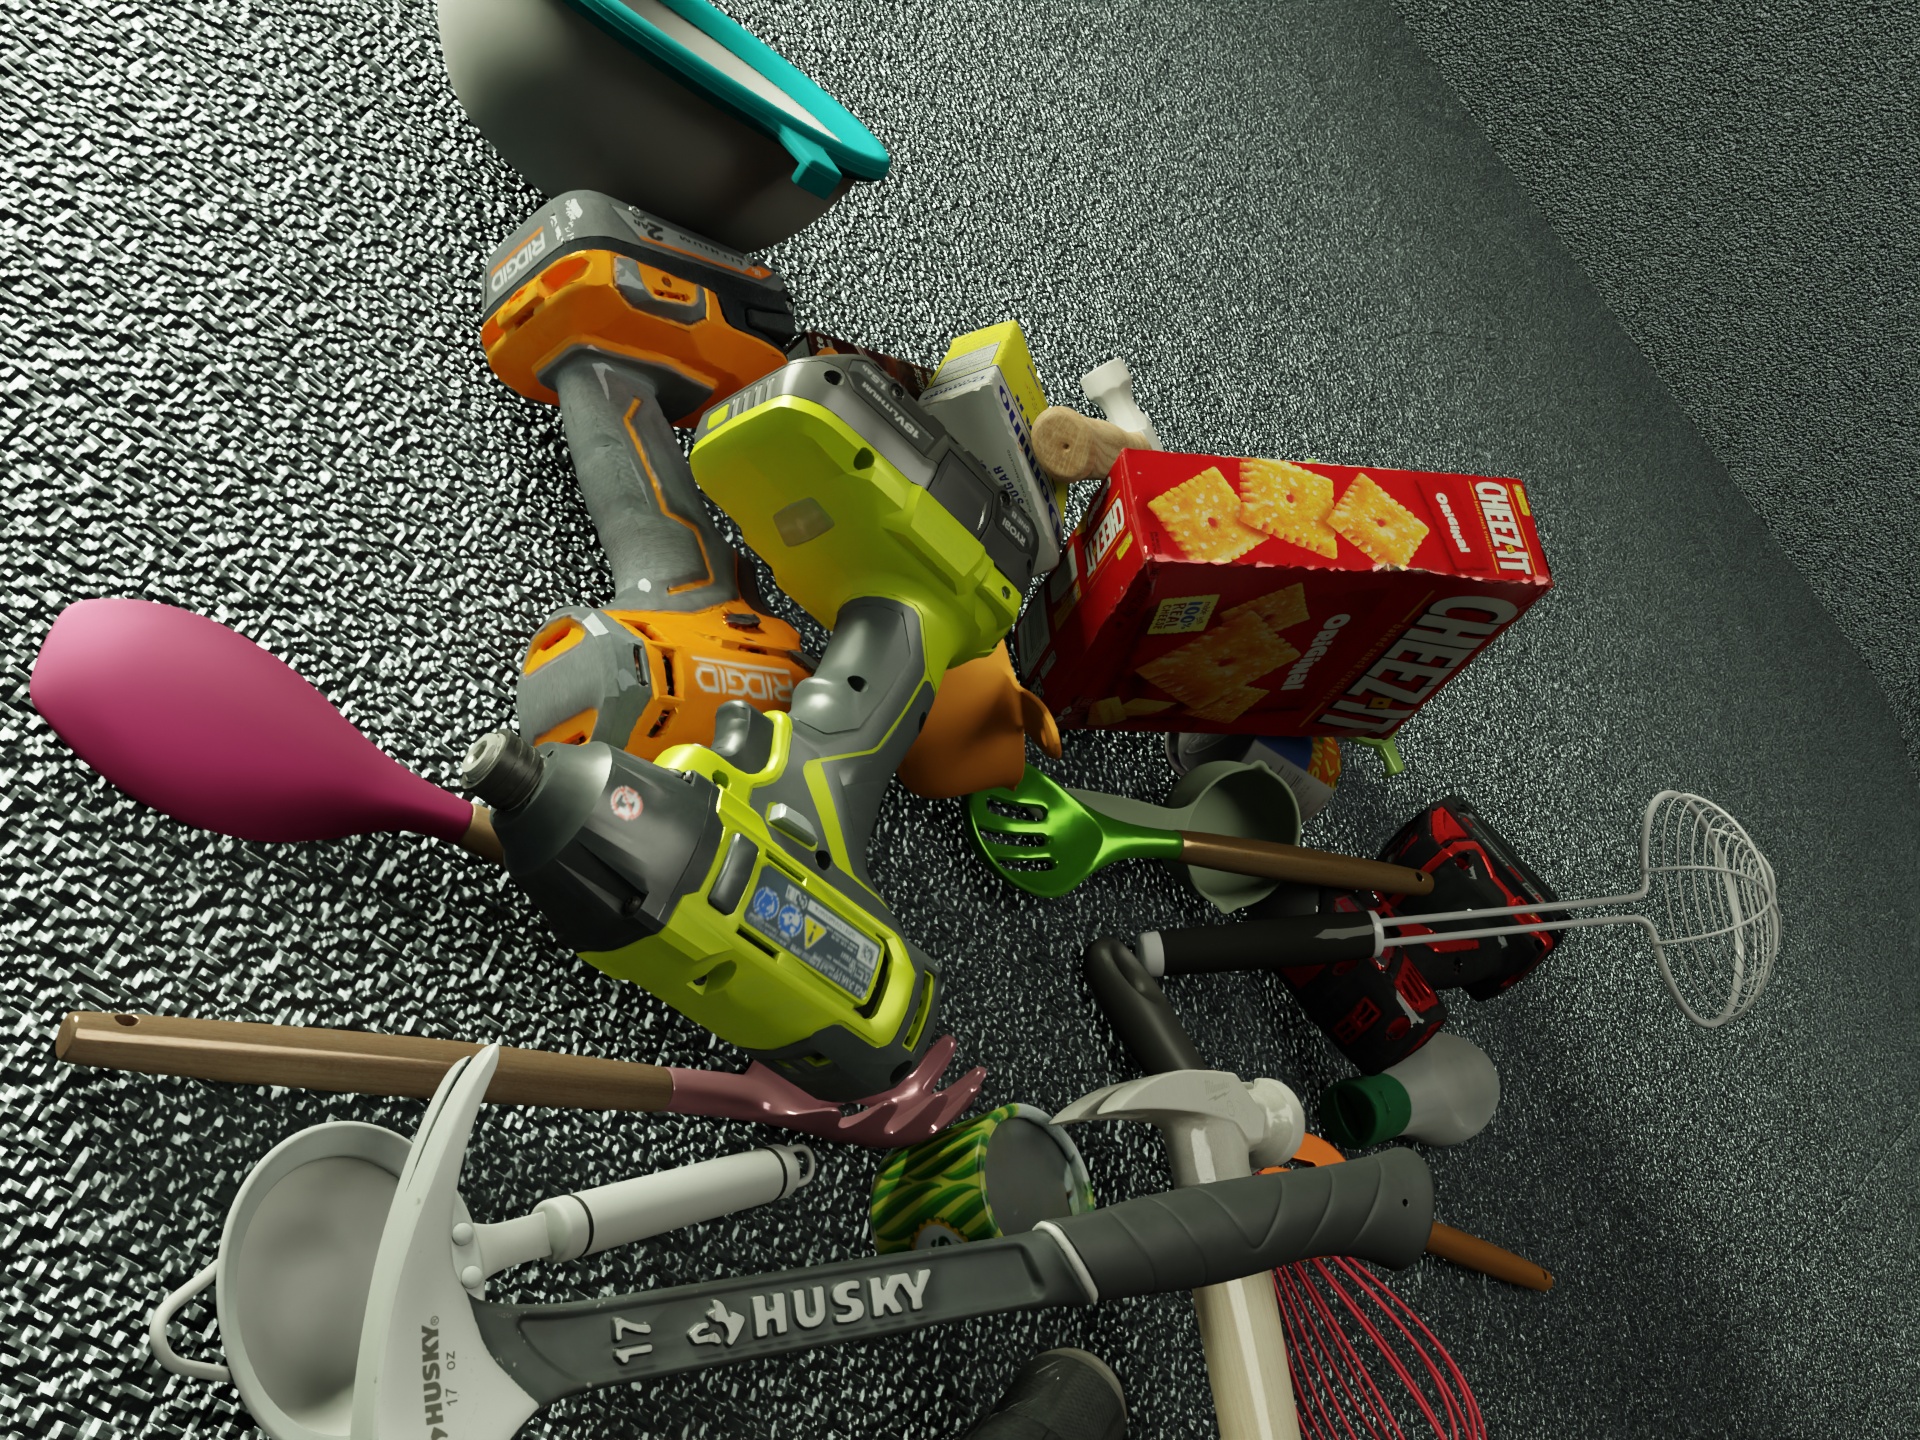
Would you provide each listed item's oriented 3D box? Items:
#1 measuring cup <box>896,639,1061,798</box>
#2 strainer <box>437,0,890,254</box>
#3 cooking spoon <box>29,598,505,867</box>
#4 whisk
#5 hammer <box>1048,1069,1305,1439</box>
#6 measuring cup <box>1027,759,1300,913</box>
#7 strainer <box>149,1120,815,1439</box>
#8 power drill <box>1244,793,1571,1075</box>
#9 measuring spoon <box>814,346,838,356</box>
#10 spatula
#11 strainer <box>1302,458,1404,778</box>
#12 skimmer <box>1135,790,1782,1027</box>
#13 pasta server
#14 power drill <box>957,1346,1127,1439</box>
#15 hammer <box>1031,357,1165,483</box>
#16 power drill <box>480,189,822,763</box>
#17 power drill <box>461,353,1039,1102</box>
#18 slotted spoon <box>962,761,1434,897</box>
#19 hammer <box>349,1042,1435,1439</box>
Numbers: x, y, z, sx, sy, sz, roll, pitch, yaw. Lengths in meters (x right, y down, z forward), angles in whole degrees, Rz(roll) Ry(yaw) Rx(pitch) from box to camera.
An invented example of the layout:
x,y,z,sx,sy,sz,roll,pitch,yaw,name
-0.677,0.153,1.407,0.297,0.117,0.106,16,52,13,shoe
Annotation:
x,y,z,sx,sy,sz,roll,pitch,yaw,name
-0.001,-0.002,0.655,0.174,0.052,0.095,-136,-146,-76,measuring cup
-0.195,-0.297,0.675,0.340,0.095,0.211,32,21,-10,strainer
-0.147,0.044,0.542,0.318,0.017,0.069,30,45,-35,cooking spoon
0.138,0.222,0.710,0.073,0.073,0.296,-3,54,-52,whisk
0.116,0.333,0.571,0.146,0.038,0.411,18,57,-50,hammer
0.100,0.051,0.829,0.167,0.038,0.083,11,94,-26,measuring cup
-0.126,0.154,0.471,0.258,0.050,0.087,6,64,-56,strainer
0.253,0.115,0.930,0.219,0.078,0.143,-9,53,-48,power drill
-0.069,-0.119,0.725,0.011,0.021,0.117,54,41,-71,measuring spoon
0.239,0.277,0.855,0.322,0.041,0.081,31,43,-41,spatula
0.215,-0.078,1.040,0.151,0.069,0.257,38,39,-26,strainer
0.265,0.109,0.836,0.363,0.090,0.127,-4,79,-7,skimmer
-0.117,0.111,0.515,0.316,0.040,0.060,18,12,-42,pasta server
0.049,0.323,0.481,0.226,0.084,0.185,53,33,2,power drill
0.085,-0.145,0.871,0.130,0.031,0.331,62,16,-1,hammer
-0.104,-0.079,0.636,0.164,0.084,0.227,9,63,-49,power drill
-0.059,-0.009,0.535,0.171,0.080,0.223,41,49,-31,power drill
0.128,0.068,0.804,0.313,0.031,0.070,10,58,-31,slotted spoon
0.016,0.170,0.505,0.408,0.036,0.149,5,68,-38,hammer
